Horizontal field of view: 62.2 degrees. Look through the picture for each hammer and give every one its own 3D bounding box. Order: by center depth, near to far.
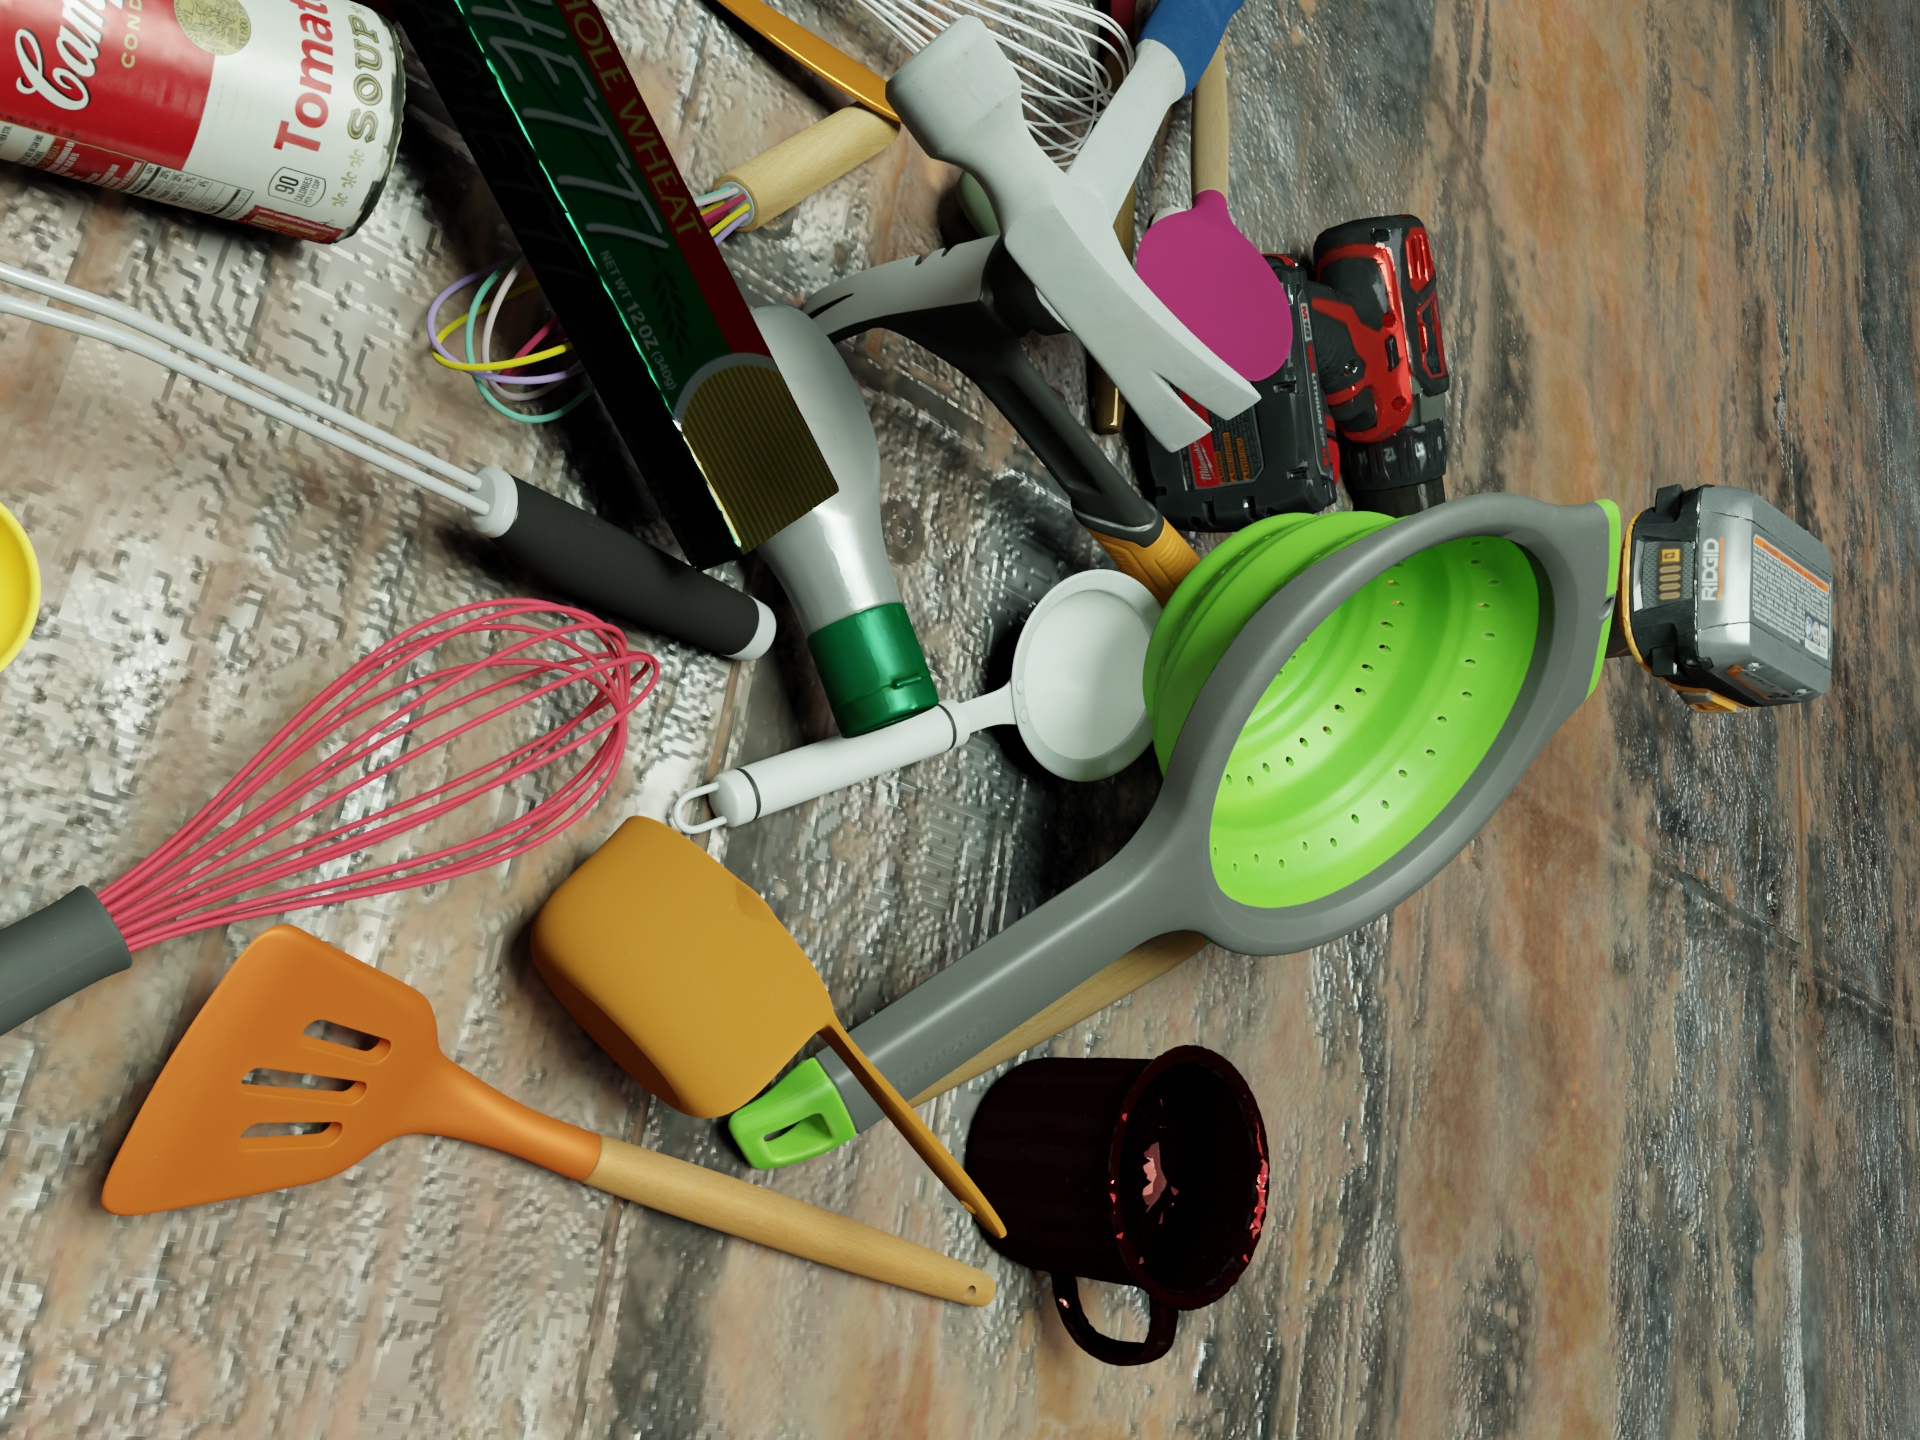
[{"bbox_3d":[0.078,-0.241,0.611,0.144,0.035,0.406,50,33,-20],"label":"hammer"},{"bbox_3d":[0.070,-0.072,0.666,0.336,0.127,0.034,41,58,-43],"label":"hammer"}]

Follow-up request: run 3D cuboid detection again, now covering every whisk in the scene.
[{"bbox_3d":[-0.197,0.042,0.402,0.296,0.073,0.073,-33,106,-37],"label":"whisk"},{"bbox_3d":[-0.088,-0.171,0.555,0.051,0.047,0.245,58,46,-18],"label":"whisk"},{"bbox_3d":[-0.031,-0.290,0.623,0.284,0.070,0.070,14,73,-37],"label":"whisk"}]

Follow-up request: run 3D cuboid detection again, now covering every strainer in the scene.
[{"bbox_3d":[-0.001,-0.002,0.610,0.258,0.050,0.087,-19,109,-39],"label":"strainer"}]

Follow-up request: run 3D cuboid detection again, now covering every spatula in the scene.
[{"bbox_3d":[-0.093,0.147,0.493,0.322,0.041,0.081,33,85,-37],"label":"spatula"}]

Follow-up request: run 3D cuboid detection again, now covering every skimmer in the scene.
[{"bbox_3d":[-0.146,-0.093,0.403,0.363,0.090,0.127,27,38,-53],"label":"skimmer"}]

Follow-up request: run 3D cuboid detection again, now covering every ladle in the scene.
[{"bbox_3d":[0.075,-0.285,0.744,0.069,0.031,0.315,15,74,-50],"label":"ladle"}]

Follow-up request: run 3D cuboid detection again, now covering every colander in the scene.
[{"bbox_3d":[0.073,0.026,0.604,0.397,0.095,0.204,-31,137,-15],"label":"colander"}]

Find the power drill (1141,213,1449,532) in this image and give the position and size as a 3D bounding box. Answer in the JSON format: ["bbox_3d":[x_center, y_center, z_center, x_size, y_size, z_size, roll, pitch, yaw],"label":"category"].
[{"bbox_3d":[0.180,-0.148,0.782,0.226,0.080,0.188,-25,109,-49],"label":"power drill"}]

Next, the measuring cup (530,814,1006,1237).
[{"bbox_3d":[-0.059,0.108,0.479,0.052,0.095,0.173,-43,92,-24],"label":"measuring cup"}]

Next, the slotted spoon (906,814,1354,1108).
[{"bbox_3d":[0.082,0.098,0.680,0.313,0.031,0.070,-20,74,-42],"label":"slotted spoon"}]

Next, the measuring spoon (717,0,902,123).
[{"bbox_3d":[-0.061,-0.260,0.600,0.116,0.011,0.021,26,48,-24],"label":"measuring spoon"}]

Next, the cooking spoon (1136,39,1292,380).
[{"bbox_3d":[0.110,-0.237,0.699,0.068,0.017,0.319,21,43,-11],"label":"cooking spoon"}]

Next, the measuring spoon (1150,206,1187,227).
[{"bbox_3d":[0.120,-0.190,0.774,0.034,0.018,0.124,-19,97,-44],"label":"measuring spoon"}]

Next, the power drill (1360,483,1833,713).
[{"bbox_3d":[0.254,-0.051,0.733,0.185,0.226,0.084,13,79,-44],"label":"power drill"}]

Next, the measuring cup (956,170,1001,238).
[{"bbox_3d":[0.037,-0.176,0.620,0.083,0.038,0.168,47,15,-34],"label":"measuring cup"}]

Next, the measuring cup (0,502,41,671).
[{"bbox_3d":[-0.286,-0.005,0.353,0.156,0.029,0.062,-38,109,-29],"label":"measuring cup"}]
